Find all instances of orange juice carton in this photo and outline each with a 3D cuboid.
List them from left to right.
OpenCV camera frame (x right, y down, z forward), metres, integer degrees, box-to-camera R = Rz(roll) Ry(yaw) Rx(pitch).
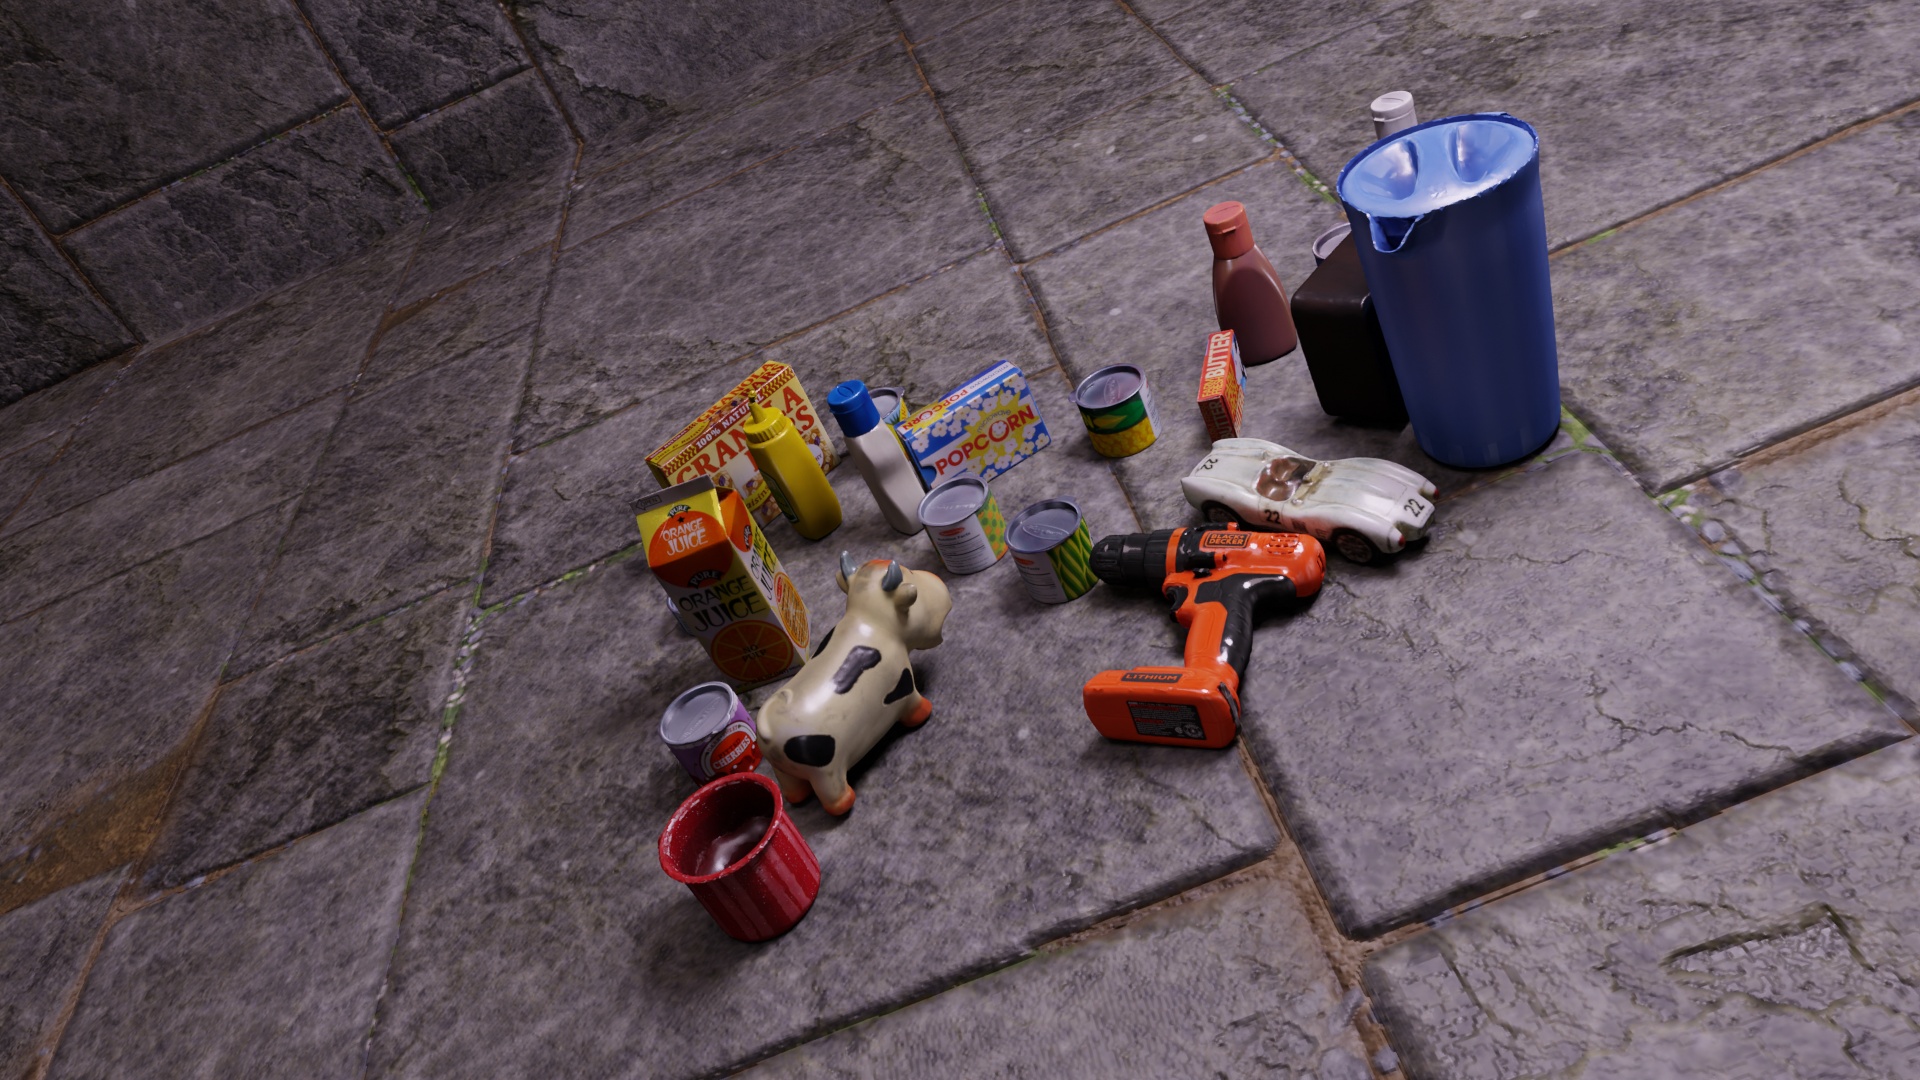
[{"bbox_3d":[-0.196,0.029,1.151,0.072,0.192,0.073,-20,35,10],"label":"orange juice carton"}]

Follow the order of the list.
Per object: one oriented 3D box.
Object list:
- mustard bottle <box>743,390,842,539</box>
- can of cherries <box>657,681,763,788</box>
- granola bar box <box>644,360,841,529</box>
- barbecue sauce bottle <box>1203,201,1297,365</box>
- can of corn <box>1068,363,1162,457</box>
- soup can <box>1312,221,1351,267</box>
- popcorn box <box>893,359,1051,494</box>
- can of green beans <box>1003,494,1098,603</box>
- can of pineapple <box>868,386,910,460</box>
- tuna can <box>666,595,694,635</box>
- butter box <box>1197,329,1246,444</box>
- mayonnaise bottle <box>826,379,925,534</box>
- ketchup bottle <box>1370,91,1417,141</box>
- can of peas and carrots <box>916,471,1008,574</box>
[{"bbox_3d":[-0.165,-0.074,1.296,0.049,0.159,0.065,-38,36,-16],"label":"mustard bottle"},{"bbox_3d":[-0.195,0.156,1.100,0.071,0.058,0.072,-17,35,13],"label":"can of cherries"},{"bbox_3d":[-0.211,-0.079,1.364,0.166,0.123,0.039,-43,37,-23],"label":"granola bar box"},{"bbox_3d":[0.254,-0.230,1.242,0.065,0.148,0.044,-17,35,13],"label":"barbecue sauce bottle"},{"bbox_3d":[0.139,-0.115,1.245,0.071,0.058,0.071,-17,35,13],"label":"can of corn"},{"bbox_3d":[0.356,-0.235,1.240,0.071,0.083,0.072,-17,35,13],"label":"soup can"},{"bbox_3d":[0.012,-0.098,1.280,0.127,0.085,0.038,-32,34,-9],"label":"popcorn box"},{"bbox_3d":[0.076,0.009,1.122,0.071,0.057,0.071,-17,35,13],"label":"can of green beans"},{"bbox_3d":[-0.077,-0.110,1.378,0.071,0.057,0.071,-17,35,13],"label":"can of pineapple"},{"bbox_3d":[-0.235,0.053,1.285,0.071,0.032,0.071,-17,35,13],"label":"tuna can"},{"bbox_3d":[0.230,-0.134,1.216,0.024,0.053,0.104,-9,38,24],"label":"butter box"},{"bbox_3d":[-0.073,-0.075,1.249,0.041,0.147,0.065,-36,35,-14],"label":"mayonnaise bottle"},{"bbox_3d":[0.412,-0.339,1.285,0.044,0.148,0.065,-38,36,-16],"label":"ketchup bottle"},{"bbox_3d":[0.004,-0.015,1.199,0.071,0.058,0.071,-17,35,13],"label":"can of peas and carrots"}]
